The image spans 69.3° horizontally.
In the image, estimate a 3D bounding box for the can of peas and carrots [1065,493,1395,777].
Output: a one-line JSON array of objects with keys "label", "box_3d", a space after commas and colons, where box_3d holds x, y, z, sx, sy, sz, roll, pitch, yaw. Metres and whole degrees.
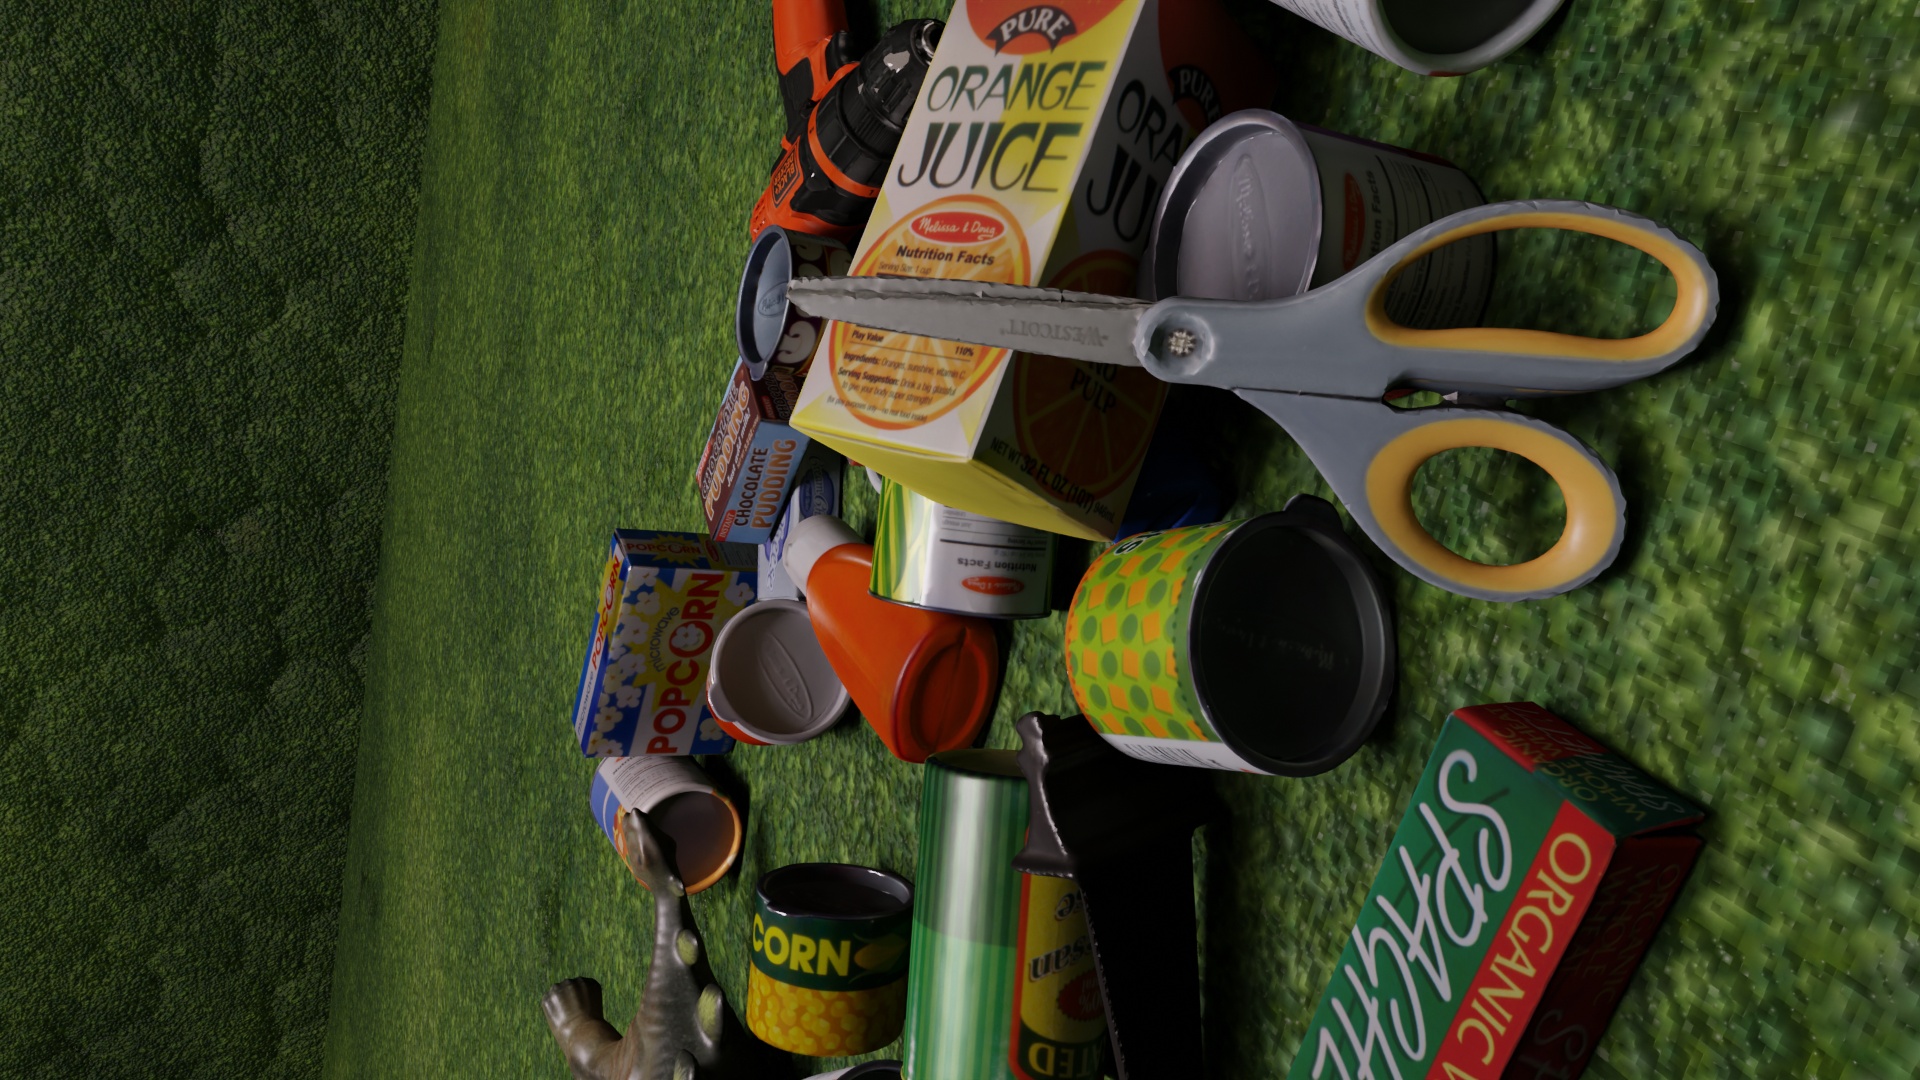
[{"label": "can of peas and carrots", "box_3d": [0.070, 0.025, 0.368, 0.058, 0.071, 0.071, -11, 77, 61]}]

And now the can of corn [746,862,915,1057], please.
[{"label": "can of corn", "box_3d": [-0.055, 0.172, 0.571, 0.071, 0.071, 0.058, 13, 99, 61]}]

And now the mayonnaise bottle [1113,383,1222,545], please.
[{"label": "mayonnaise bottle", "box_3d": [0.042, -0.063, 0.457, 0.064, 0.041, 0.149, -48, 46, 37]}]

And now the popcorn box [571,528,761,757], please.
[{"label": "popcorn box", "box_3d": [-0.156, 0.058, 0.757, 0.038, 0.085, 0.126, 52, 130, 50]}]

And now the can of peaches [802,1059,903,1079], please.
[{"label": "can of peaches", "box_3d": [-0.040, 0.241, 0.538, 0.057, 0.071, 0.071, -41, 52, 53]}]

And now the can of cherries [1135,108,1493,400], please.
[{"label": "can of cherries", "box_3d": [0.088, -0.071, 0.355, 0.071, 0.058, 0.071, -9, 79, 61]}]

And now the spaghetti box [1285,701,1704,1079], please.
[{"label": "spaghetti box", "box_3d": [0.099, 0.156, 0.336, 0.050, 0.029, 0.249, 46, 126, 53]}]

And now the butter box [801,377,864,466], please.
[{"label": "butter box", "box_3d": [-0.049, -0.082, 0.644, 0.104, 0.024, 0.053, 58, 135, 47]}]

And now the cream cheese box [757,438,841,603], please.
[{"label": "cream cheese box", "box_3d": [-0.081, -0.020, 0.693, 0.053, 0.024, 0.104, -8, 79, 60]}]

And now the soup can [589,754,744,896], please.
[{"label": "soup can", "box_3d": [-0.165, 0.157, 0.783, 0.084, 0.071, 0.071, 21, 105, 60]}]

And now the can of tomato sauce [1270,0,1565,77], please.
[{"label": "can of tomato sauce", "box_3d": [0.103, -0.158, 0.335, 0.083, 0.071, 0.070, 56, 134, 48]}]

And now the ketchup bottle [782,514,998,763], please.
[{"label": "ketchup bottle", "box_3d": [-0.036, 0.031, 0.584, 0.149, 0.043, 0.064, 42, 122, 56]}]

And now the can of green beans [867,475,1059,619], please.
[{"label": "can of green beans", "box_3d": [0.003, -0.006, 0.494, 0.071, 0.071, 0.057, 14, 98, 61]}]

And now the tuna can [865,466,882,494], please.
[{"label": "tuna can", "box_3d": [-0.012, -0.049, 0.561, 0.071, 0.033, 0.071, -12, 76, 61]}]

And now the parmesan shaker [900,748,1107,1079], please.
[{"label": "parmesan shaker", "box_3d": [0.016, 0.123, 0.448, 0.071, 0.071, 0.103, 2, 88, 61]}]

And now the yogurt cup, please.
[{"label": "yogurt cup", "box_3d": [-0.089, 0.066, 0.657, 0.053, 0.072, 0.072, 141, 128, -63]}]

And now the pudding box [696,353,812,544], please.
[{"label": "pudding box", "box_3d": [-0.100, -0.044, 0.672, 0.083, 0.030, 0.050, -60, 37, 38]}]

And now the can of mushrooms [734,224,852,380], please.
[{"label": "can of mushrooms", "box_3d": [-0.076, -0.106, 0.634, 0.071, 0.033, 0.071, -16, 71, 58]}]

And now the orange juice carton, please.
[{"label": "orange juice carton", "box_3d": [0.030, -0.104, 0.403, 0.073, 0.072, 0.193, 15, 81, 41]}]
